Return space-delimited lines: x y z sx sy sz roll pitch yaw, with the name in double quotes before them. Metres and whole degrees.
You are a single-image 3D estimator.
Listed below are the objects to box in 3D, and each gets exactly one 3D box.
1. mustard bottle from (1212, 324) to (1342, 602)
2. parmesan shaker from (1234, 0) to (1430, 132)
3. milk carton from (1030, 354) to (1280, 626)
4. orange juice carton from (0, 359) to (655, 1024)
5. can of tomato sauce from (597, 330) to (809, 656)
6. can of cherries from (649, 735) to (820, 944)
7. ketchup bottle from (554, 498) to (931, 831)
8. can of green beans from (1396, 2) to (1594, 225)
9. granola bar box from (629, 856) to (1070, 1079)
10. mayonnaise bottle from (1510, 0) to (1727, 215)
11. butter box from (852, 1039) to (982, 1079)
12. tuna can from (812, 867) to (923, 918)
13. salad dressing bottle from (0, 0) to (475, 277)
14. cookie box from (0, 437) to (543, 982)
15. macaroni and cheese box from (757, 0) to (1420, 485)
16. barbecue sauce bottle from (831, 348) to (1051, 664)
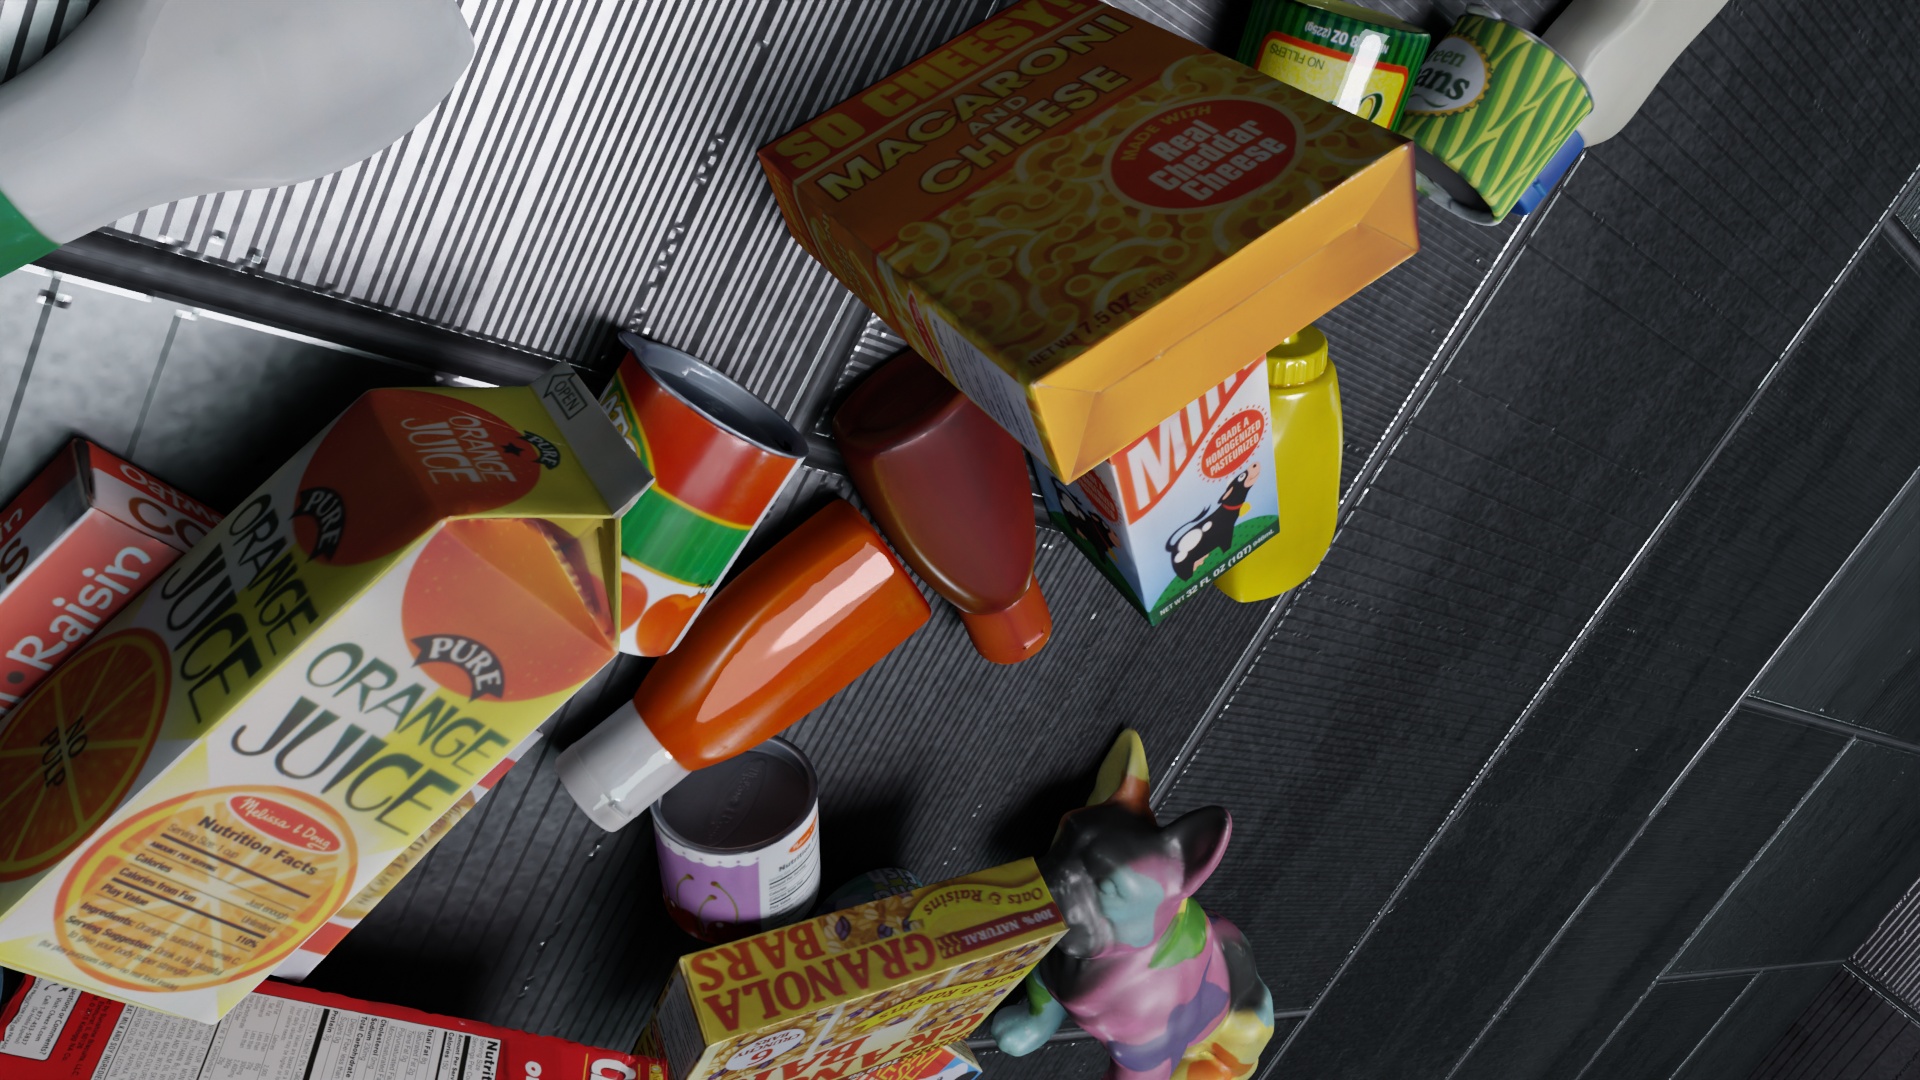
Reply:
"mustard bottle" 0.139 -0.048 0.620 0.065 0.049 0.159 -21 131 -22
"parmesan shaker" 0.124 -0.149 0.524 0.071 0.071 0.102 -6 124 -33
"milk carton" 0.066 -0.057 0.523 0.072 0.073 0.189 -35 144 -10
"orange juice carton" -0.167 0.031 0.378 0.193 0.072 0.073 -43 138 -3
"can of tomato sauce" -0.102 -0.015 0.455 0.071 0.071 0.083 24 106 -44
"can of cherries" -0.092 0.120 0.565 0.072 0.072 0.058 -18 131 -25
"ketchup bottle" -0.084 0.051 0.533 0.149 0.044 0.064 -39 133 -6
"can of green beans" 0.212 -0.172 0.569 0.071 0.071 0.057 30 102 -45
"granola bar box" -0.051 0.197 0.595 0.166 0.039 0.123 -8 144 -32
"mayonnaise bottle" 0.282 -0.214 0.609 0.064 0.041 0.148 27 104 -43
"butter box" -0.033 0.285 0.759 0.053 0.024 0.103 -42 137 -3
"tuna can" -0.039 0.193 0.679 0.071 0.033 0.070 -20 131 -24
"salad dressing bottle" -0.195 -0.105 0.336 0.148 0.044 0.064 -32 137 -11
"cookie box" -0.237 0.062 0.432 0.123 0.040 0.167 -45 137 1
"macaroni and cheese box" 0.030 -0.101 0.414 0.124 0.167 0.040 -33 135 -11
"barbecue sauce bottle" 0.002 -0.007 0.553 0.065 0.044 0.148 -40 137 -15
